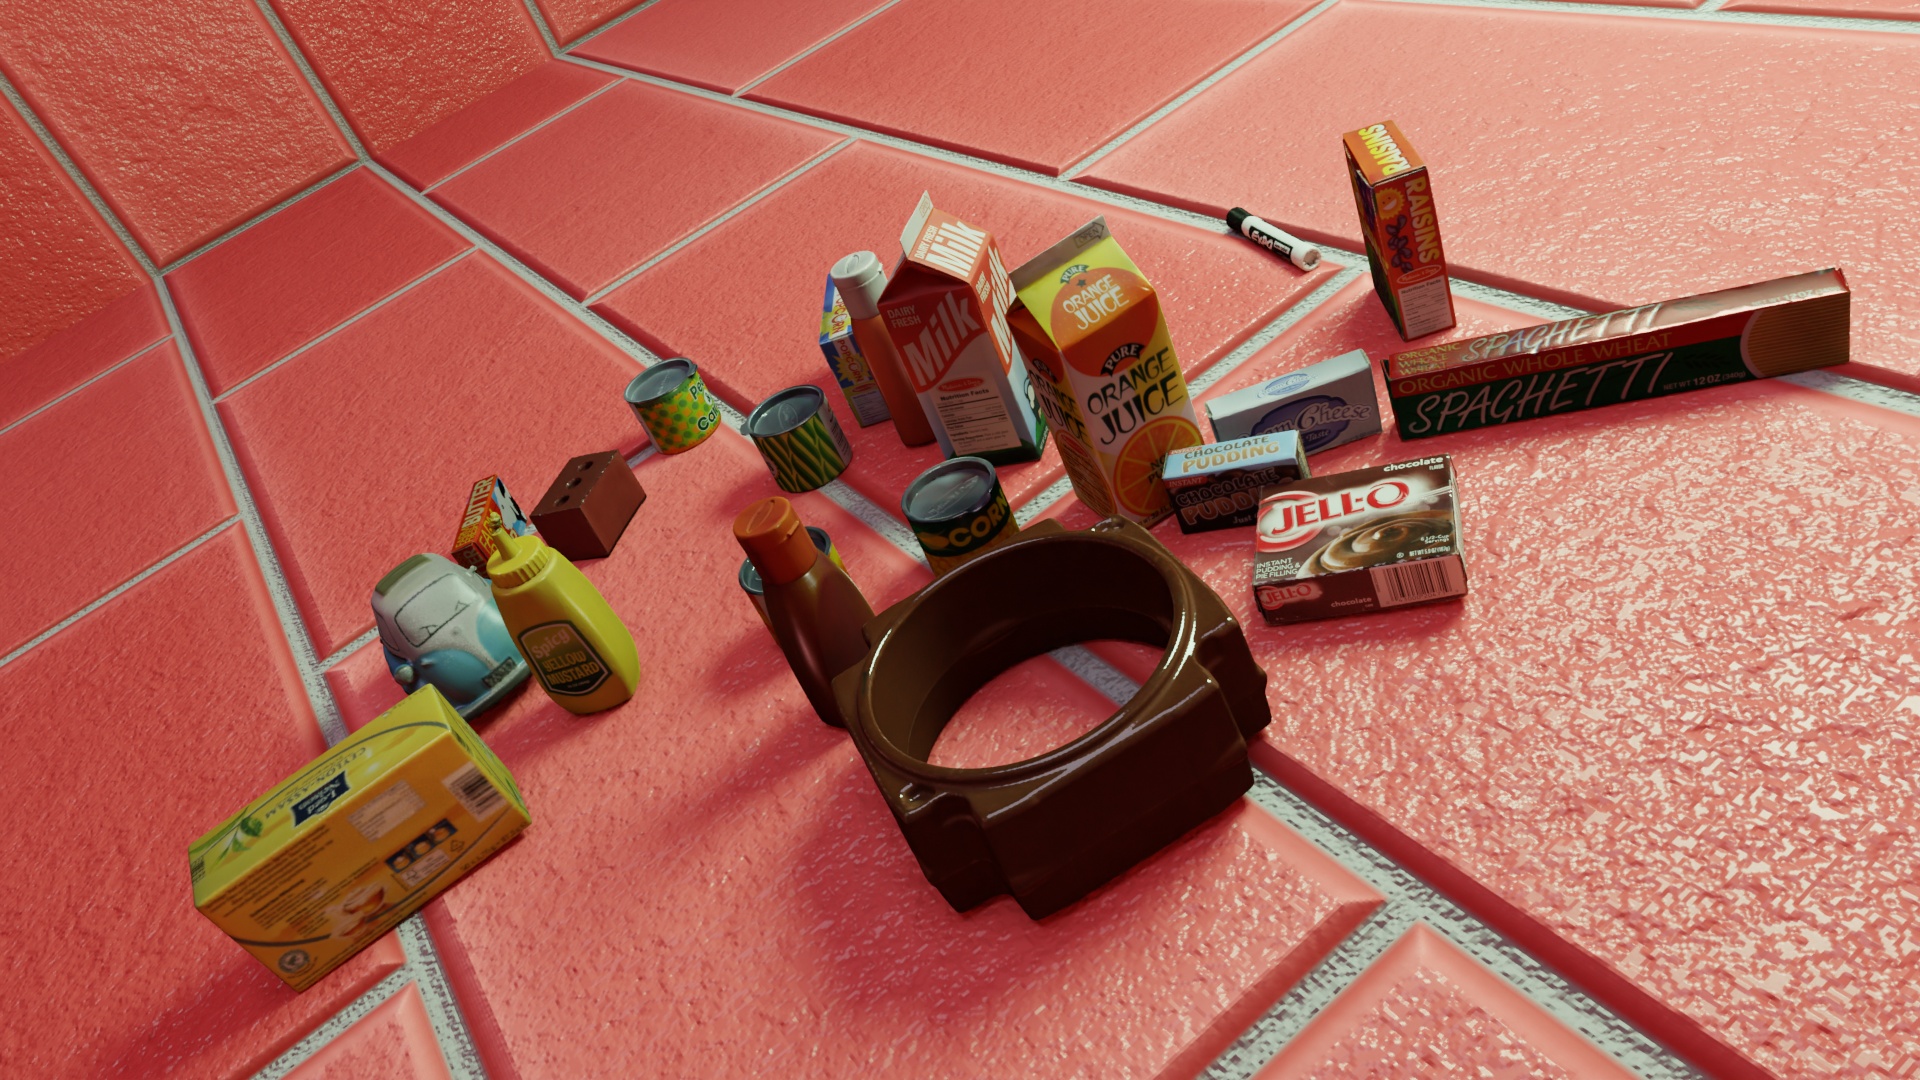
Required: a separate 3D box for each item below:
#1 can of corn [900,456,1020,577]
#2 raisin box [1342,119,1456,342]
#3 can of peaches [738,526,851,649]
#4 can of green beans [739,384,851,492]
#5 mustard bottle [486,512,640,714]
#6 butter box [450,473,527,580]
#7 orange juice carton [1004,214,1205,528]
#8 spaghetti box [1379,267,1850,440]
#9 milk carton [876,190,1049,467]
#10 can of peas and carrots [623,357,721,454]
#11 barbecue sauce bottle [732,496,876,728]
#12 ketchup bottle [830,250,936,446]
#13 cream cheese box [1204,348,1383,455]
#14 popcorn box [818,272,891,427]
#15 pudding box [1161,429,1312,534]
[{"bbox_3d":[0.003,-0.011,0.916,0.071,0.058,0.071,-16,36,12],"label":"can of corn"},{"bbox_3d":[0.297,-0.210,0.942,0.040,0.123,0.086,-17,36,12],"label":"raisin box"},{"bbox_3d":[-0.105,0.032,0.925,0.071,0.057,0.071,-16,36,12],"label":"can of peaches"},{"bbox_3d":[-0.125,-0.079,1.083,0.071,0.057,0.071,-16,36,12],"label":"can of green beans"},{"bbox_3d":[-0.272,0.046,0.918,0.065,0.159,0.049,-18,35,10],"label":"mustard bottle"},{"bbox_3d":[-0.389,-0.005,1.150,0.024,0.053,0.104,-20,35,7],"label":"butter box"},{"bbox_3d":[0.089,-0.103,0.867,0.072,0.191,0.073,-33,35,-10],"label":"orange juice carton"},{"bbox_3d":[0.380,-0.107,0.820,0.250,0.050,0.029,-10,38,21],"label":"spaghetti box"},{"bbox_3d":[0.001,-0.146,0.979,0.073,0.189,0.073,-8,38,23],"label":"milk carton"},{"bbox_3d":[-0.247,-0.118,1.207,0.071,0.058,0.071,-16,36,12],"label":"can of peas and carrots"},{"bbox_3d":[-0.086,0.041,0.823,0.043,0.148,0.065,0,42,32],"label":"barbecue sauce bottle"},{"bbox_3d":[-0.052,-0.146,1.046,0.043,0.148,0.065,-14,36,16],"label":"ketchup bottle"},{"bbox_3d":[0.212,-0.079,0.882,0.104,0.053,0.024,-18,35,9],"label":"cream cheese box"},{"bbox_3d":[-0.079,-0.163,1.142,0.038,0.085,0.127,-17,35,11],"label":"popcorn box"},{"bbox_3d":[0.171,-0.036,0.854,0.083,0.049,0.030,-8,38,23],"label":"pudding box"}]
